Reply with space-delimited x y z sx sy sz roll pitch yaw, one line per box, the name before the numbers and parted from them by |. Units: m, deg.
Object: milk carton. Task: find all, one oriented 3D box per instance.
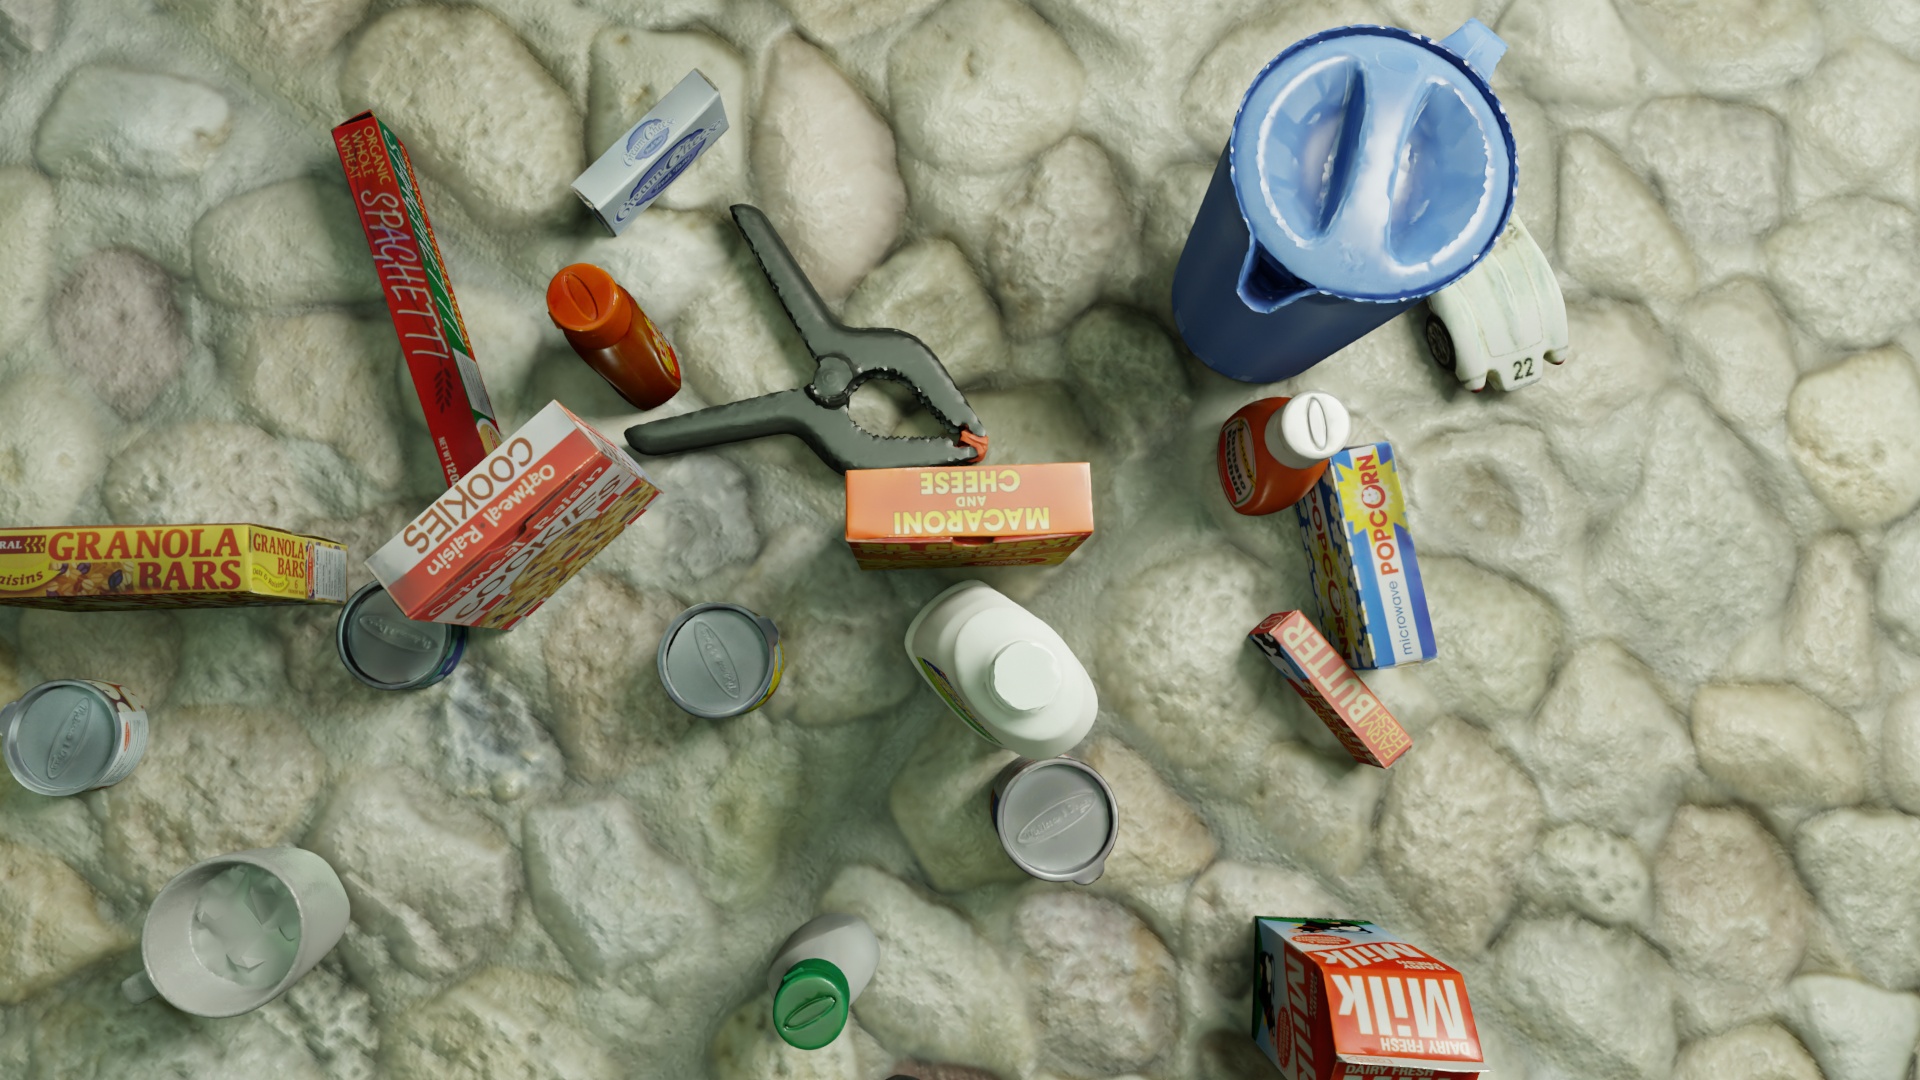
milk carton | 0.208 0.249 0.726 0.072 0.190 0.073 3 84 -1

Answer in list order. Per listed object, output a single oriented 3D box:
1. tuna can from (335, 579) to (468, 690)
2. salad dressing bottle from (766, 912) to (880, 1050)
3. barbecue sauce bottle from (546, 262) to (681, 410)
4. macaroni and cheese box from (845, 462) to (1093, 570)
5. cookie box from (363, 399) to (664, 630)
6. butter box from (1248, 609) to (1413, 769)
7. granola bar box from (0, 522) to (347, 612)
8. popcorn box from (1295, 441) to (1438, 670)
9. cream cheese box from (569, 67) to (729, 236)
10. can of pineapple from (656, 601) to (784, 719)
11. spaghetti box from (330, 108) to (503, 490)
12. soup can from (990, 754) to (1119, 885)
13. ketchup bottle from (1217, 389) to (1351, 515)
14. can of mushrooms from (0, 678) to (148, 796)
tuna can | -0.324 0.052 0.812 0.071 0.033 0.071 0 84 -2
salad dressing bottle | -0.075 0.234 0.741 0.064 0.147 0.044 -28 86 -4
barbecue sauce bottle | -0.194 -0.116 0.776 0.044 0.148 0.065 -31 86 -4
macaroni and cheese box | 0.003 -0.010 0.761 0.124 0.166 0.040 -2 84 -2
cookie box | -0.233 -0.007 0.754 0.123 0.167 0.040 -43 87 -5
butter box | 0.216 0.086 0.813 0.024 0.053 0.103 -40 86 -5
granola bar box | -0.446 0.016 0.767 0.166 0.124 0.039 -2 84 -2
popcorn box | 0.231 0.012 0.806 0.038 0.085 0.126 -10 84 -2
cream cheese box | -0.185 -0.232 0.837 0.024 0.053 0.104 44 85 3
can of pineapple | -0.135 0.069 0.803 0.071 0.058 0.071 0 84 -1
spaghetti box | -0.315 -0.130 0.824 0.029 0.050 0.250 -20 85 -3
soup can | 0.052 0.156 0.786 0.071 0.083 0.071 0 84 -1
ketchup bottle | 0.180 -0.053 0.780 0.043 0.148 0.065 -8 85 -2
can of mushrooms | -0.511 0.112 0.800 0.071 0.033 0.071 0 84 -2
